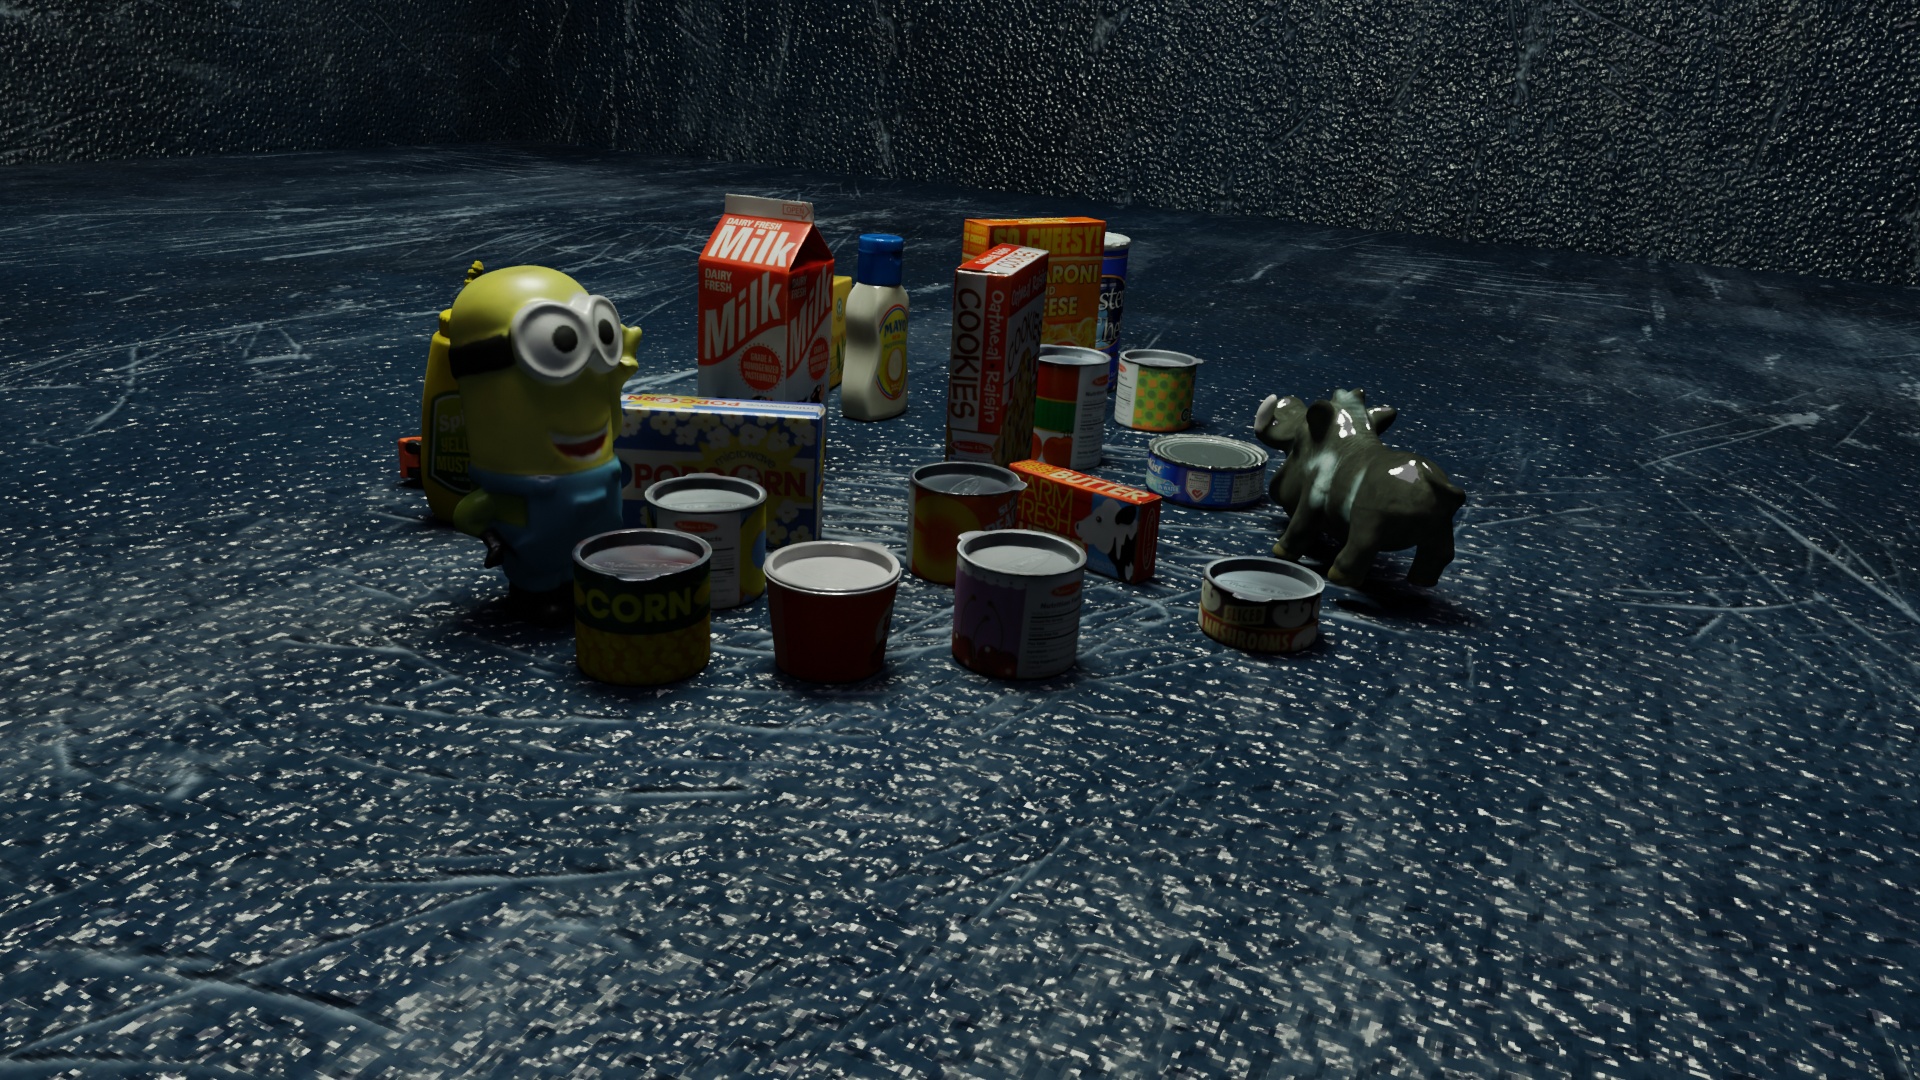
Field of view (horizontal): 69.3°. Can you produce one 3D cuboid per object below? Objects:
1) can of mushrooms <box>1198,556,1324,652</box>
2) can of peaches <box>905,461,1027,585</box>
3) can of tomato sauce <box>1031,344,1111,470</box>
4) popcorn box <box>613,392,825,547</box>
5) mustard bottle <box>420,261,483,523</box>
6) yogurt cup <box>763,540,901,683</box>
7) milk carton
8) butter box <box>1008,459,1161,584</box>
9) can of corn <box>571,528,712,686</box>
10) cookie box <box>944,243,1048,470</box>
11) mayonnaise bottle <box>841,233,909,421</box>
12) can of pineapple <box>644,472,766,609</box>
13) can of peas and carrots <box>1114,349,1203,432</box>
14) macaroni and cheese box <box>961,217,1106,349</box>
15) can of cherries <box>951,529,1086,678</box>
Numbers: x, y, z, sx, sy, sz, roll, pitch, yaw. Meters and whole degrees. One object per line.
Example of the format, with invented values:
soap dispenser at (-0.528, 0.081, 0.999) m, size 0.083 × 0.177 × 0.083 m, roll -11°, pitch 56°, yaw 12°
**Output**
can of mushrooms at (0.165, 0.035, 0.768) m, size 0.071 × 0.033 × 0.071 m, roll 3°, pitch 20°, yaw -1°
can of peaches at (0.003, -0.010, 0.830) m, size 0.071 × 0.057 × 0.071 m, roll 3°, pitch 19°, yaw -1°
can of tomato sauce at (0.077, -0.103, 1.063) m, size 0.071 × 0.082 × 0.071 m, roll 3°, pitch 19°, yaw -1°
popcorn box at (-0.148, -0.043, 0.853) m, size 0.127 × 0.085 × 0.038 m, roll 3°, pitch 19°, yaw -2°
mustard bottle at (-0.295, -0.089, 0.845) m, size 0.065 × 0.159 × 0.049 m, roll 3°, pitch 19°, yaw -2°
yogurt cup at (-0.065, 0.036, 0.694) m, size 0.072 × 0.053 × 0.072 m, roll 3°, pitch 20°, yaw -1°
milk carton at (-0.139, -0.147, 0.989) m, size 0.072 × 0.189 × 0.074 m, roll 10°, pitch 20°, yaw 19°
butter box at (0.073, -0.013, 0.858) m, size 0.103 × 0.053 × 0.024 m, roll 19°, pitch 25°, yaw 37°
can of corn at (-0.155, 0.033, 0.680) m, size 0.071 × 0.058 × 0.071 m, roll 3°, pitch 19°, yaw -1°
cookie box at (0.024, -0.111, 0.954) m, size 0.040 × 0.166 × 0.123 m, roll 8°, pitch 20°, yaw 12°
mayonnaise bottle at (-0.068, -0.176, 1.145) m, size 0.041 × 0.147 × 0.065 m, roll 15°, pitch 22°, yaw 30°
can of pineapple at (-0.141, 0.000, 0.776) m, size 0.071 × 0.057 × 0.071 m, roll 3°, pitch 19°, yaw -1°
can of peas and carrots at (0.169, -0.128, 1.188) m, size 0.071 × 0.058 × 0.071 m, roll 3°, pitch 19°, yaw -1°
macaroni and cheese box at (0.057, -0.186, 1.168) m, size 0.124 × 0.165 × 0.040 m, roll -10°, pitch 23°, yaw -33°
can of cherries at (0.028, 0.031, 0.717) m, size 0.071 × 0.058 × 0.072 m, roll 3°, pitch 19°, yaw -1°
